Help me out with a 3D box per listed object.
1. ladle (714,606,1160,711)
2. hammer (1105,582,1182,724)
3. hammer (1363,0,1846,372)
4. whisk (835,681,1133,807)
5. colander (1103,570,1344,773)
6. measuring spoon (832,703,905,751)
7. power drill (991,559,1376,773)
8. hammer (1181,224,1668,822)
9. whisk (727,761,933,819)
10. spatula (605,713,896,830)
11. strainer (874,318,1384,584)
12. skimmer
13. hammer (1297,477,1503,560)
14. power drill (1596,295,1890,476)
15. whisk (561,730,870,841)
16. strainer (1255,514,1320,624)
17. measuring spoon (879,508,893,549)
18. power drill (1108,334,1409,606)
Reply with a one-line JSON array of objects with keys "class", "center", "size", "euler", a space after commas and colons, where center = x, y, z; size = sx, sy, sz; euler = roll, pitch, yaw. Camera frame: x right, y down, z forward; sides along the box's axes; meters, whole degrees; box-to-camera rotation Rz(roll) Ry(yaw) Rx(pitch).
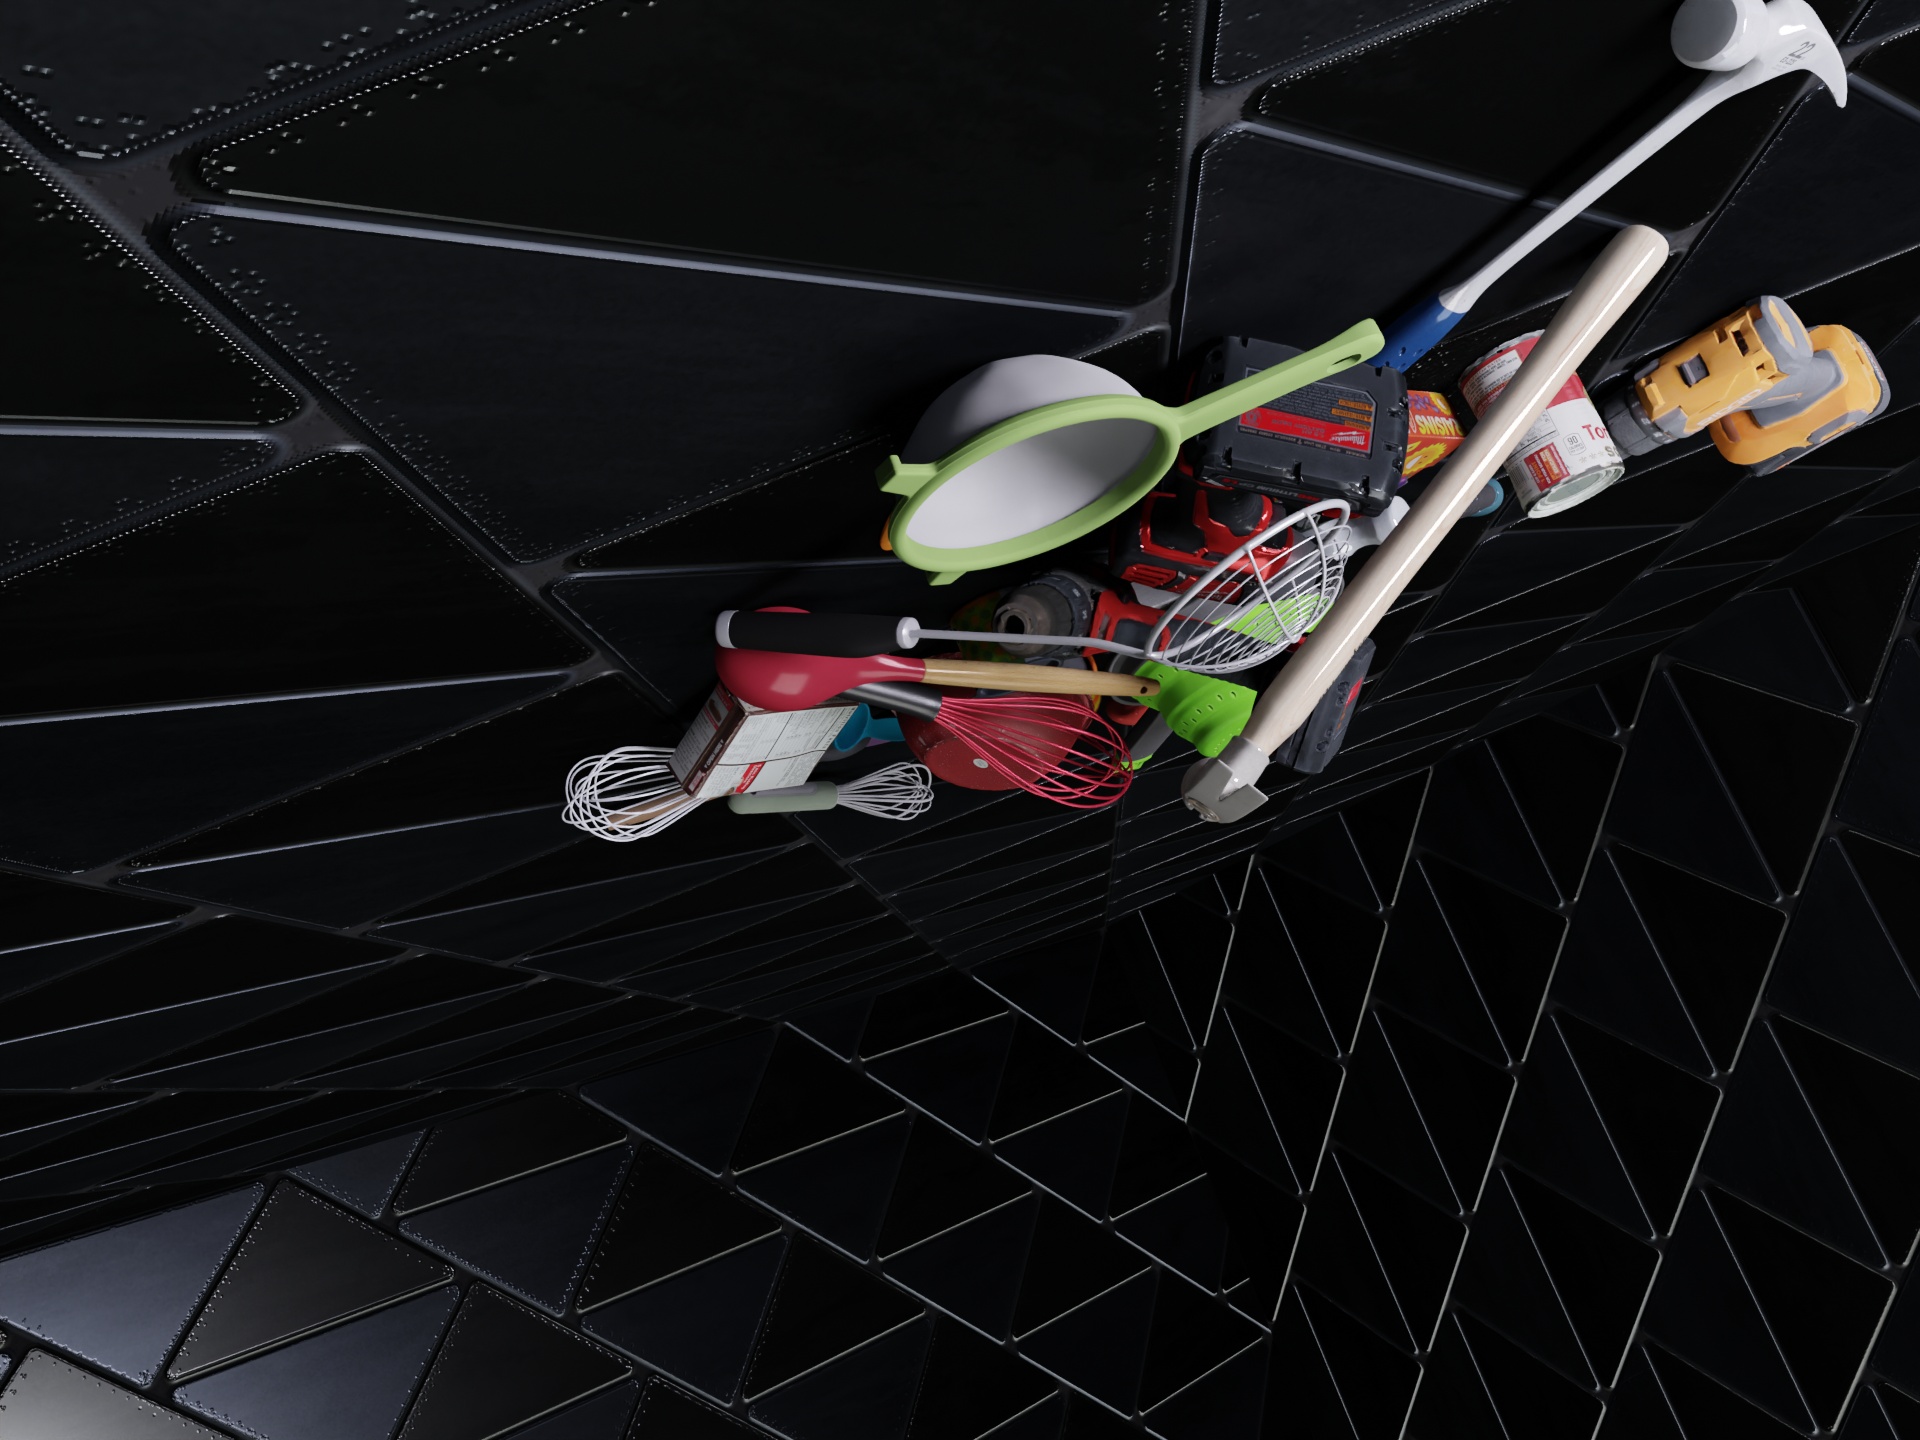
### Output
[{"class": "ladle", "center": [-0.004, -0.030, 1.028], "size": [0.315, 0.031, 0.069], "euler": [3, 115, -27]}, {"class": "hammer", "center": [0.169, -0.061, 1.361], "size": [0.149, 0.037, 0.359], "euler": [-21, 166, -3]}, {"class": "hammer", "center": [0.281, -0.234, 0.865], "size": [0.144, 0.035, 0.405], "euler": [-11, 163, -37]}, {"class": "whisk", "center": [-0.002, -0.003, 1.071], "size": [0.295, 0.073, 0.073], "euler": [19, 146, -26]}, {"class": "colander", "center": [0.207, -0.001, 1.329], "size": [0.204, 0.095, 0.397], "euler": [-15, 161, -18]}, {"class": "measuring spoon", "center": [-0.071, 0.002, 1.255], "size": [0.128, 0.021, 0.042], "euler": [5, 109, -63]}, {"class": "power drill", "center": [0.136, -0.043, 1.014], "size": [0.188, 0.227, 0.080], "euler": [-23, 131, -67]}, {"class": "hammer", "center": [0.262, -0.112, 0.883], "size": [0.410, 0.038, 0.146], "euler": [-52, 175, -2]}, {"class": "whisk", "center": [-0.111, 0.065, 1.414], "size": [0.246, 0.058, 0.059], "euler": [0, 120, -50]}, {"class": "spatula", "center": [-0.134, 0.033, 1.292], "size": [0.316, 0.018, 0.059], "euler": [-19, 160, -15]}, {"class": "strainer", "center": [0.075, -0.157, 0.776], "size": [0.256, 0.069, 0.151], "euler": [-23, 164, 3]}, {"class": "skimmer", "center": [0.029, -0.076, 0.879], "size": [0.363, 0.090, 0.127], "euler": [3, 180, 22]}, {"class": "hammer", "center": [0.325, -0.147, 1.164], "size": [0.128, 0.033, 0.331], "euler": [-17, -178, 39]}, {"class": "power drill", "center": [0.583, -0.240, 1.218], "size": [0.226, 0.084, 0.185], "euler": [-3, 158, -42]}, {"class": "whisk", "center": [-0.171, 0.035, 1.178], "size": [0.284, 0.070, 0.070], "euler": [-14, 165, -46]}, {"class": "strainer", "center": [0.255, -0.107, 1.310], "size": [0.087, 0.050, 0.258], "euler": [-23, 161, -14]}, {"class": "measuring spoon", "center": [-0.025, -0.119, 0.889], "size": [0.021, 0.011, 0.117], "euler": [-16, 165, -22]}, {"class": "power drill", "center": [0.174, -0.128, 0.926], "size": [0.143, 0.079, 0.219], "euler": [12, 163, -2]}]
